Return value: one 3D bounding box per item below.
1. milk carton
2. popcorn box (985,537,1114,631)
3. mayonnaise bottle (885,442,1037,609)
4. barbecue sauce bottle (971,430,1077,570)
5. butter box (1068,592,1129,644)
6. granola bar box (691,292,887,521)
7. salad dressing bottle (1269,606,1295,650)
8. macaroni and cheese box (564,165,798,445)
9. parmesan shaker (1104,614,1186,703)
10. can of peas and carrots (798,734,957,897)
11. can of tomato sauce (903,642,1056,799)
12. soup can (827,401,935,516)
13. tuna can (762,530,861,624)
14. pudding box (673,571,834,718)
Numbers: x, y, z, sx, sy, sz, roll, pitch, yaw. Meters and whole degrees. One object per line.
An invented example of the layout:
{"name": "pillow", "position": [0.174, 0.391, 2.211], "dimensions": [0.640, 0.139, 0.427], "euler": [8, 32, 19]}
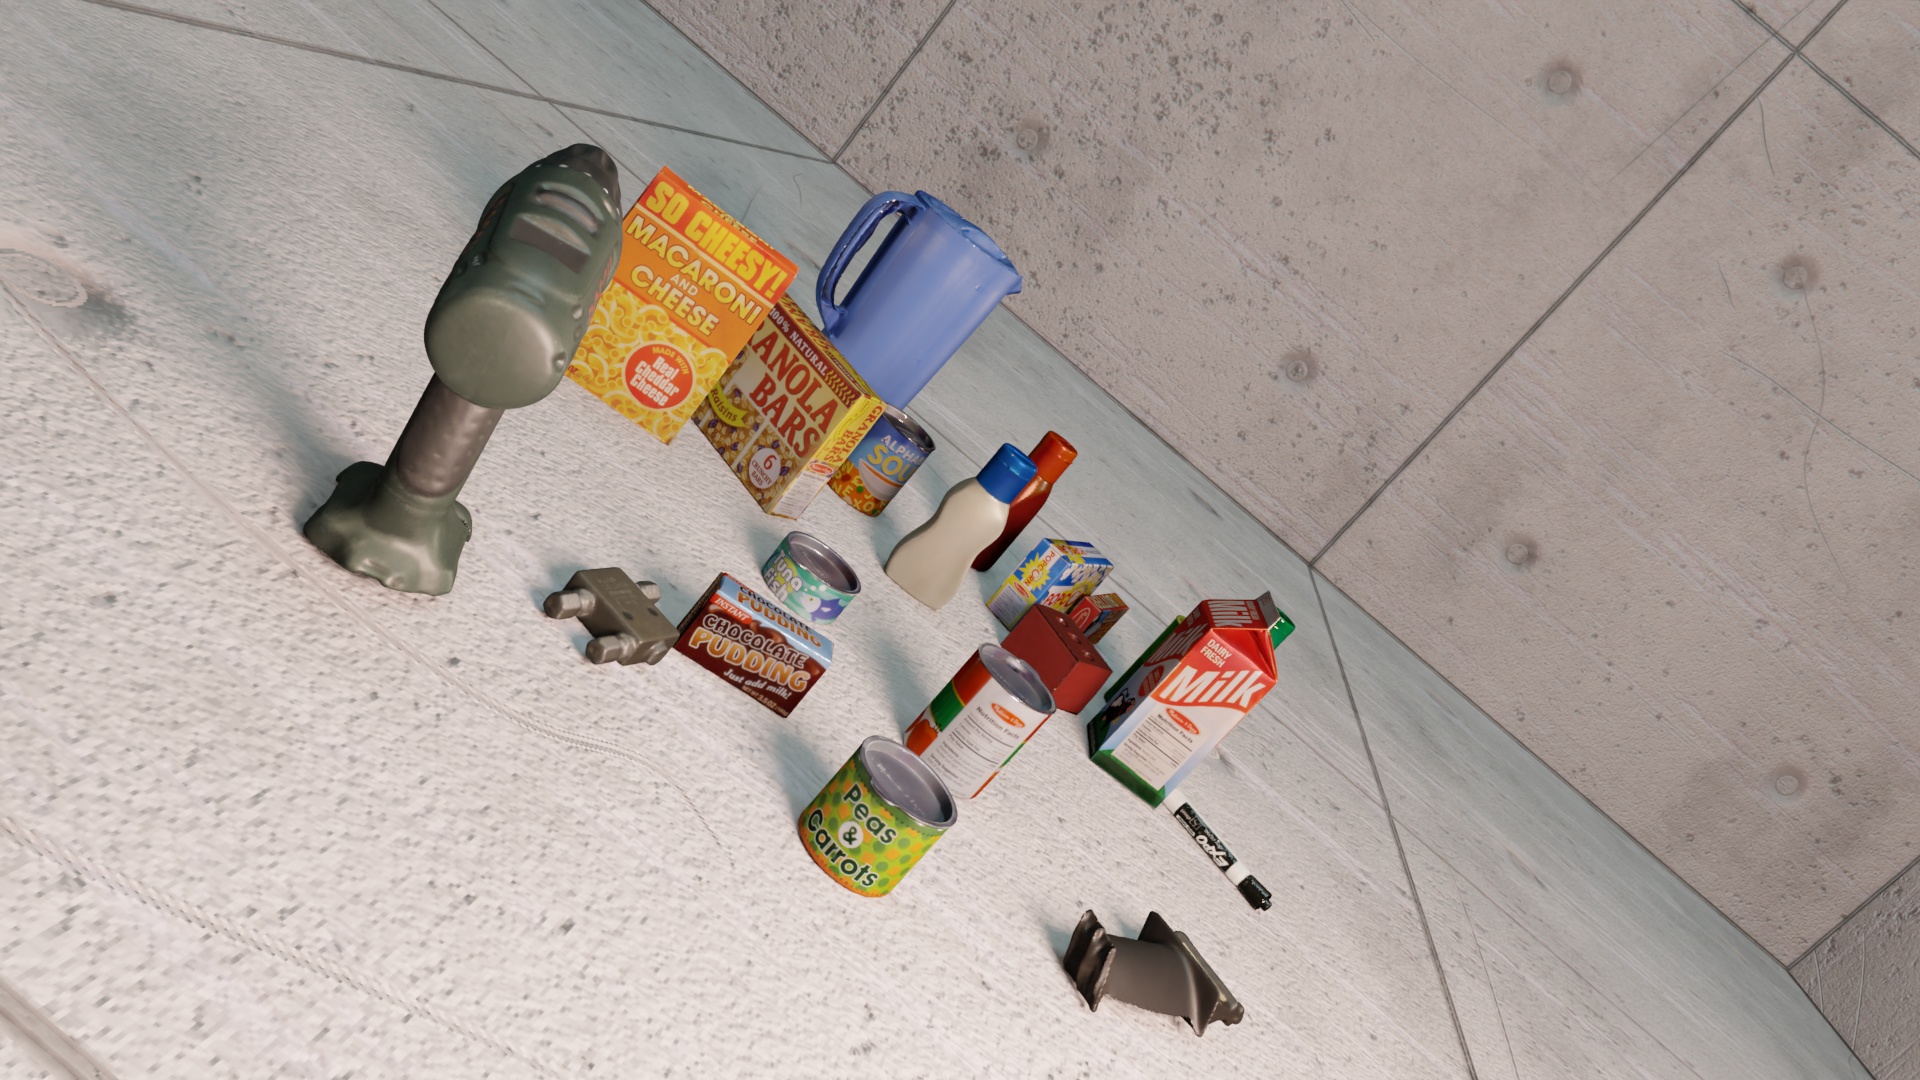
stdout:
{"name": "milk carton", "position": [0.193, 0.120, 1.142], "dimensions": [0.073, 0.190, 0.072], "euler": [38, 15, -8]}
{"name": "popcorn box", "position": [0.086, 0.042, 1.304], "dimensions": [0.038, 0.085, 0.127], "euler": [46, 16, 20]}
{"name": "mayonnaise bottle", "position": [0.004, -0.014, 1.151], "dimensions": [0.065, 0.147, 0.041], "euler": [38, 15, -10]}
{"name": "barbecue sauce bottle", "position": [0.052, -0.038, 1.327], "dimensions": [0.044, 0.148, 0.065], "euler": [49, 17, 28]}
{"name": "butter box", "position": [0.128, 0.079, 1.362], "dimensions": [0.024, 0.053, 0.103], "euler": [45, 16, 17]}
{"name": "granola bar box", "position": [-0.151, -0.117, 1.116], "dimensions": [0.166, 0.124, 0.039], "euler": [49, 17, 28]}
{"name": "salad dressing bottle", "position": [0.271, 0.127, 1.385], "dimensions": [0.044, 0.147, 0.064], "euler": [39, 15, -5]}
{"name": "macaroni and cheese box", "position": [-0.219, -0.173, 1.034], "dimensions": [0.123, 0.166, 0.040], "euler": [36, 16, -16]}
{"name": "parmesan shaker", "position": [0.192, 0.129, 1.279], "dimensions": [0.071, 0.103, 0.071], "euler": [37, 15, -12]}
{"name": "can of peas and carrots", "position": [-0.046, 0.150, 0.748], "dimensions": [0.071, 0.058, 0.071], "euler": [37, 16, -12]}
{"name": "can of tomato sauce", "position": [0.012, 0.119, 0.922], "dimensions": [0.071, 0.083, 0.071], "euler": [37, 15, -12]}
{"name": "soup can", "position": [-0.072, -0.071, 1.250], "dimensions": [0.071, 0.083, 0.071], "euler": [37, 15, -12]}
{"name": "tuna can", "position": [-0.108, 0.027, 0.991], "dimensions": [0.071, 0.032, 0.071], "euler": [37, 16, -12]}
{"name": "pudding box", "position": [-0.122, 0.062, 0.828], "dimensions": [0.083, 0.049, 0.030], "euler": [35, 16, -17]}
